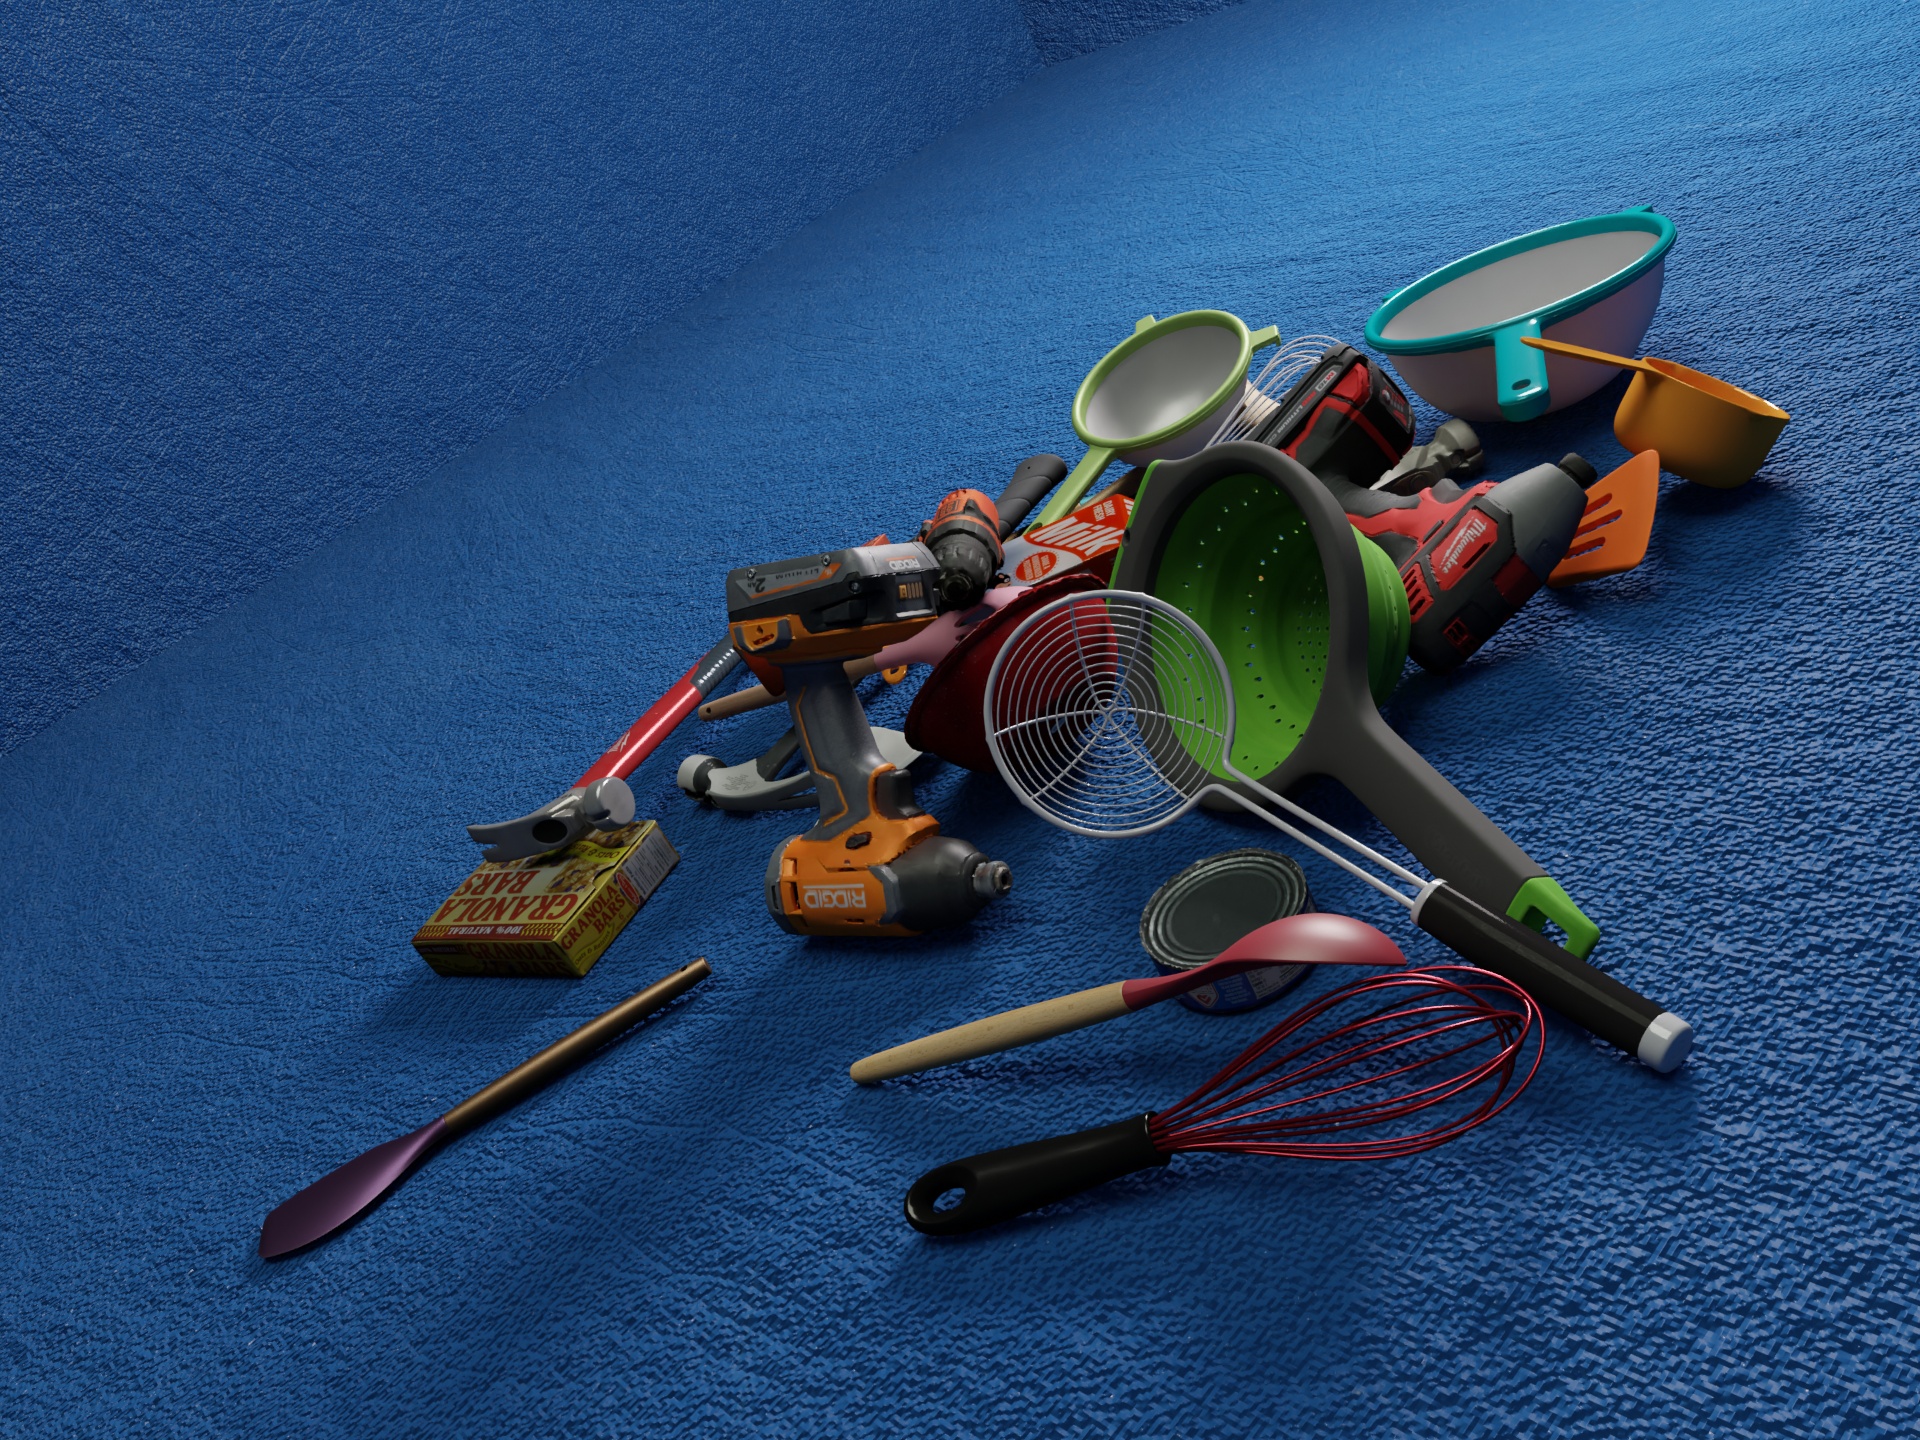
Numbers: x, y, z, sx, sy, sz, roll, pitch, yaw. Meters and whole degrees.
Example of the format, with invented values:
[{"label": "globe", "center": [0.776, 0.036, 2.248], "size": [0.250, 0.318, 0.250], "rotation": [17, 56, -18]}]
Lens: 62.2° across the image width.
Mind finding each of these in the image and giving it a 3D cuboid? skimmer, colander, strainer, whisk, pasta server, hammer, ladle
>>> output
[{"label": "skimmer", "center": [0.153, 0.048, 0.724], "size": [0.364, 0.090, 0.127], "rotation": [34, 95, 46]}, {"label": "colander", "center": [0.215, -0.007, 0.832], "size": [0.094, 0.204, 0.398], "rotation": [-1, 34, -27]}, {"label": "strainer", "center": [-0.002, -0.003, 1.093], "size": [0.258, 0.050, 0.087], "rotation": [-29, 7, -9]}, {"label": "whisk", "center": [0.101, 0.170, 0.672], "size": [0.296, 0.073, 0.073], "rotation": [-24, 26, 22]}, {"label": "pasta server", "center": [-0.071, -0.036, 1.128], "size": [0.316, 0.060, 0.040], "rotation": [-15, -14, 38]}, {"label": "whisk", "center": [0.173, -0.175, 1.164], "size": [0.284, 0.070, 0.070], "rotation": [-39, 22, 19]}, {"label": "hammer", "center": [-0.043, -0.076, 1.234], "size": [0.149, 0.036, 0.409], "rotation": [8, 49, 48]}, {"label": "hammer", "center": [0.248, -0.227, 1.260], "size": [0.146, 0.038, 0.411], "rotation": [-30, 26, 0]}, {"label": "ladle", "center": [0.061, 0.136, 0.746], "size": [0.315, 0.069, 0.031], "rotation": [-24, 67, 37]}, {"label": "hammer", "center": [-0.241, -0.010, 1.288], "size": [0.143, 0.038, 0.386], "rotation": [-16, 22, 29]}, {"label": "strainer", "center": [0.134, -0.202, 1.215], "size": [0.152, 0.069, 0.256], "rotation": [22, 69, 49]}, {"label": "strainer", "center": [0.383, -0.237, 1.065], "size": [0.211, 0.095, 0.340], "rotation": [-15, 26, 25]}]

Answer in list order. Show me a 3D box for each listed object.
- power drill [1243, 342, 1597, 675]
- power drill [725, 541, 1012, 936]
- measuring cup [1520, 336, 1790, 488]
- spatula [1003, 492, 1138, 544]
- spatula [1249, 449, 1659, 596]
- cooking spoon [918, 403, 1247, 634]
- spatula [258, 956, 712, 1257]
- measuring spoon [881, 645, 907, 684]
[{"label": "power drill", "center": [0.271, -0.135, 0.956], "size": [0.143, 0.078, 0.220], "rotation": [-47, 39, 11]}, {"label": "power drill", "center": [-0.050, 0.014, 0.924], "size": [0.164, 0.226, 0.084], "rotation": [-5, 5, 37]}, {"label": "measuring cup", "center": [0.390, -0.179, 0.921], "size": [0.173, 0.052, 0.095], "rotation": [10, 28, -15]}, {"label": "spatula", "center": [0.073, -0.174, 1.323], "size": [0.317, 0.044, 0.082], "rotation": [-29, 28, 2]}, {"label": "spatula", "center": [0.279, -0.103, 1.000], "size": [0.323, 0.041, 0.081], "rotation": [-4, 58, 43]}, {"label": "cooking spoon", "center": [0.095, -0.161, 1.275], "size": [0.319, 0.017, 0.069], "rotation": [-34, 26, 5]}, {"label": "spatula", "center": [-0.290, 0.234, 0.973], "size": [0.316, 0.018, 0.060], "rotation": [-32, 27, -4]}, {"label": "measuring spoon", "center": [-0.055, -0.058, 1.175], "size": [0.021, 0.011, 0.117], "rotation": [-28, 31, 6]}]
